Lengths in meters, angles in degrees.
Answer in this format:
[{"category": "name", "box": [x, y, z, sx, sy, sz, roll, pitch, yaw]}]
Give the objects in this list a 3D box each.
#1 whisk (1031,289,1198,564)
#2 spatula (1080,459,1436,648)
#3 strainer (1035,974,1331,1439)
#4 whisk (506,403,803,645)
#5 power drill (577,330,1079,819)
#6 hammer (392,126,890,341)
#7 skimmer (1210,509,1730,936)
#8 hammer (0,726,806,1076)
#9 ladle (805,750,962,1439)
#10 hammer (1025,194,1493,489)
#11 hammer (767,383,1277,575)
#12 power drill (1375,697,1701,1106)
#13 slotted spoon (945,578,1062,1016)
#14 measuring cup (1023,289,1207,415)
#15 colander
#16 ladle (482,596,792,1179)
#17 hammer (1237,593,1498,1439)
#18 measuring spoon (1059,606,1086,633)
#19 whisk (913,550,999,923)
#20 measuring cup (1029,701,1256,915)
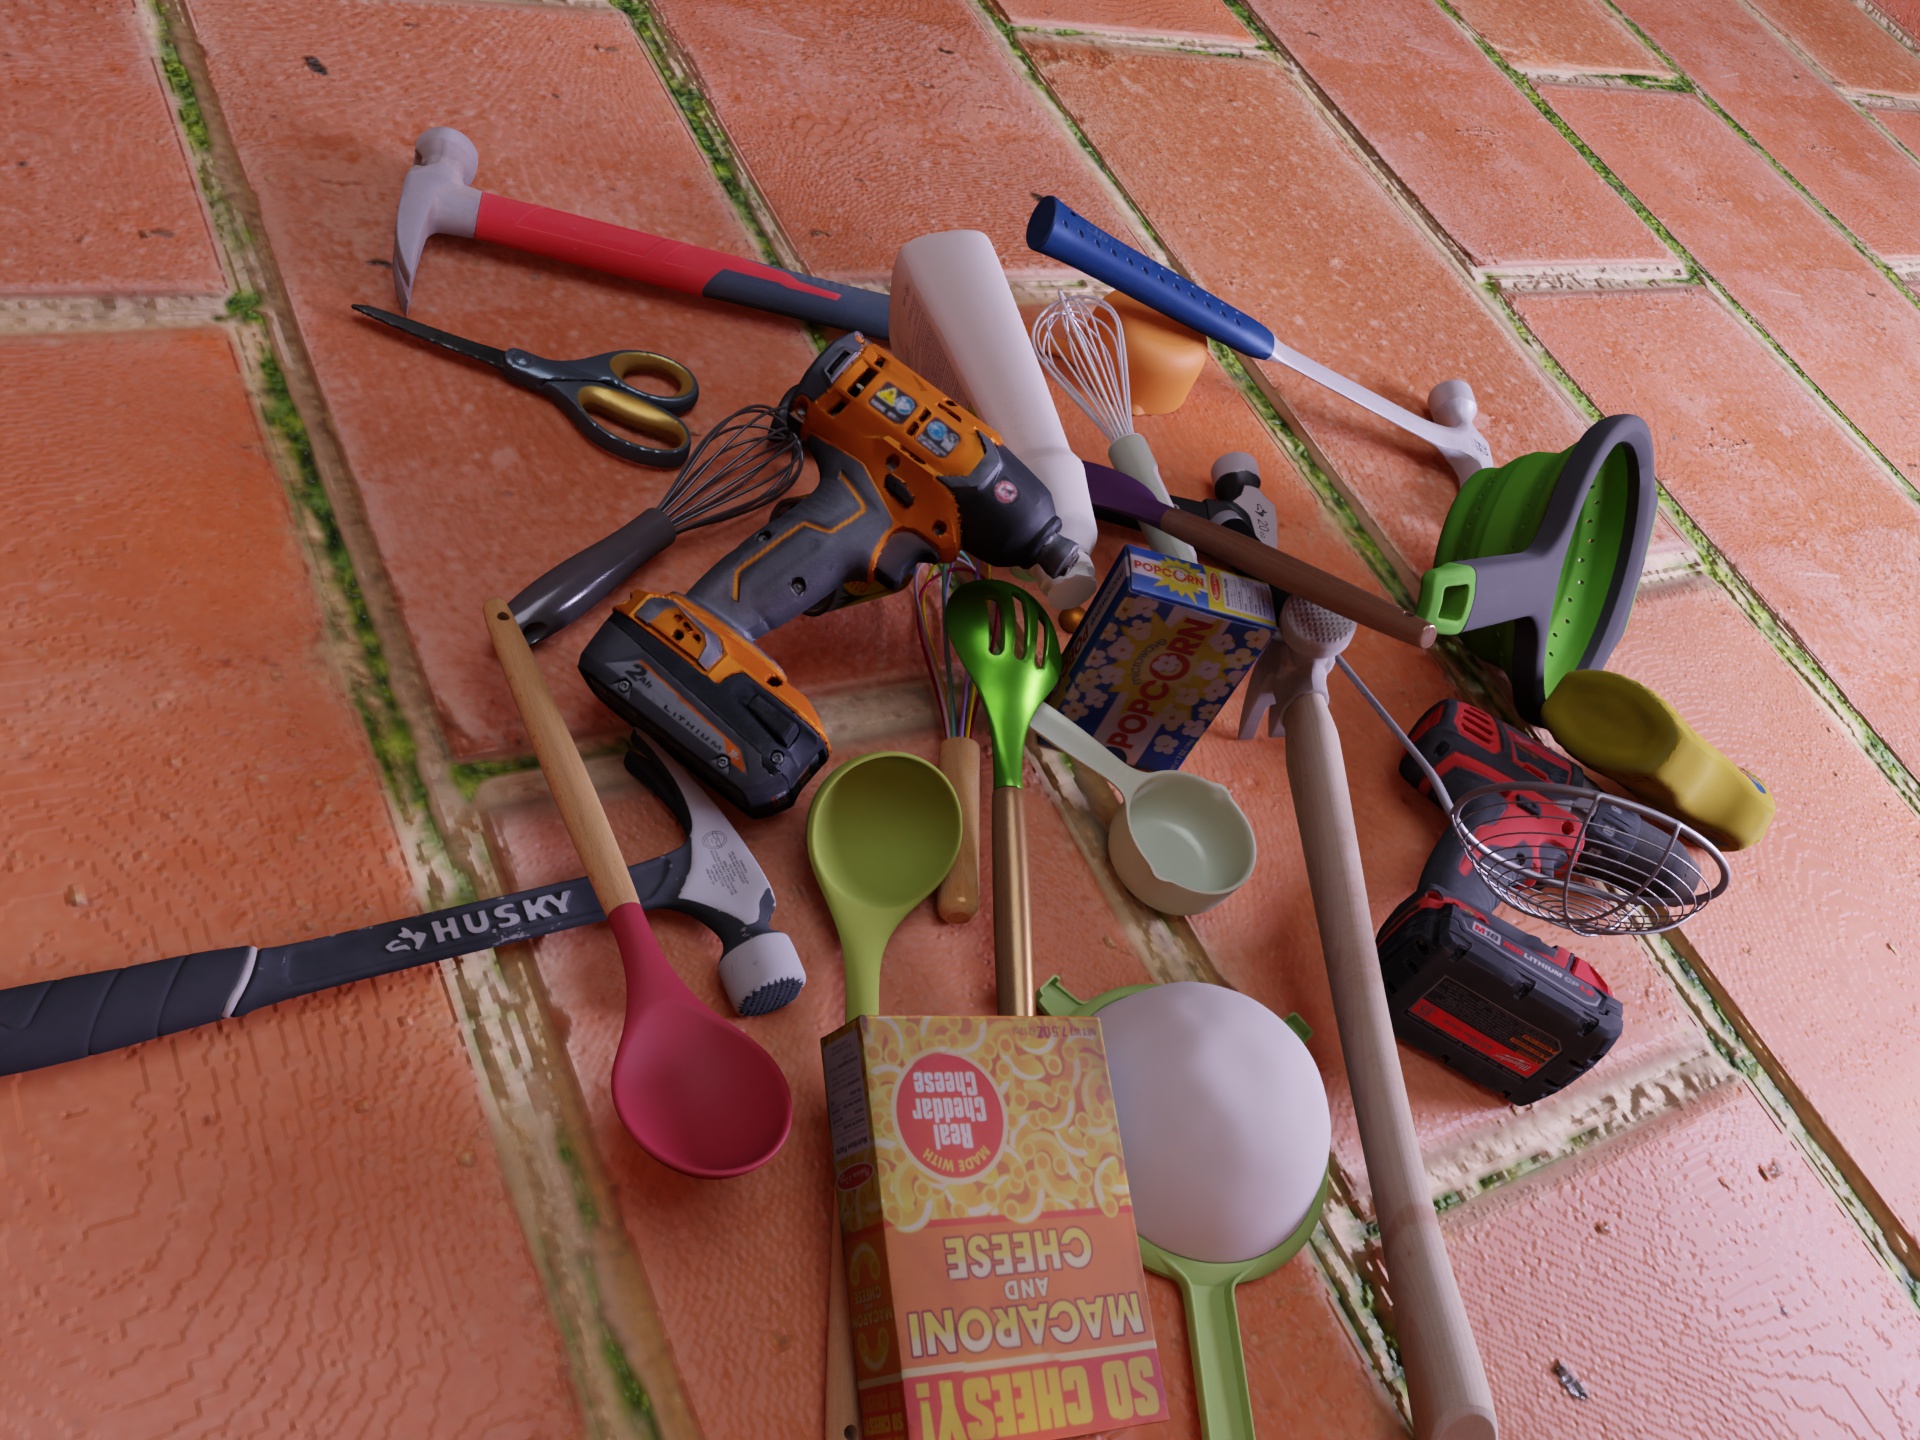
[{"category": "whisk", "box": [0.101, -0.176, 0.989, 0.059, 0.057, 0.247, -21, 61, 3]}, {"category": "spatula", "box": [0.133, -0.101, 0.863, 0.059, 0.018, 0.316, -14, 31, -31]}, {"category": "strainer", "box": [0.118, 0.217, 0.703, 0.151, 0.069, 0.257, 12, 48, -16]}, {"category": "whisk", "box": [-0.162, -0.106, 0.856, 0.055, 0.055, 0.239, 38, 51, 8]}, {"category": "power drill", "box": [-0.058, -0.064, 0.782, 0.164, 0.084, 0.226, 37, 76, 7]}, {"category": "hammer", "box": [-0.151, -0.269, 0.998, 0.386, 0.038, 0.143, 10, 51, -17]}, {"category": "skimmer", "box": [0.254, -0.021, 0.861, 0.127, 0.090, 0.364, 45, 11, -48]}, {"category": "hammer", "box": [-0.272, 0.096, 0.647, 0.408, 0.036, 0.149, -11, 57, -31]}, {"category": "ladle", "box": [-0.039, 0.154, 0.694, 0.078, 0.062, 0.320, 18, 50, -22]}, {"category": "hammer", "box": [0.223, -0.253, 1.106, 0.405, 0.035, 0.144, 20, 48, -26]}, {"category": "hammer", "box": [0.045, -0.146, 0.990, 0.334, 0.035, 0.146, 12, 49, -15]}, {"category": "power drill", "box": [0.326, 0.102, 0.893, 0.188, 0.080, 0.227, 30, 44, 0]}, {"category": "slotted spoon", "box": [0.026, 0.059, 0.787, 0.070, 0.031, 0.314, 13, 60, -26]}, {"category": "measuring cup", "box": [0.090, -0.273, 1.102, 0.173, 0.052, 0.095, 15, 48, -16]}, {"category": "colander", "box": [0.322, -0.093, 0.971, 0.094, 0.204, 0.397, 19, 18, 33]}, {"category": "ladle", "box": [-0.155, 0.061, 0.686, 0.069, 0.031, 0.316, -9, 54, -33]}, {"category": "hammer", "box": [0.197, 0.144, 0.791, 0.038, 0.146, 0.411, -3, 63, -4]}, {"category": "measuring spoon", "box": [0.115, -0.049, 0.958, 0.117, 0.011, 0.021, 16, 48, -12]}, {"category": "whisk", "box": [-0.003, -0.002, 0.852, 0.047, 0.051, 0.245, -9, 54, 12]}, {"category": "measuring cup", "box": [0.080, 0.040, 0.851, 0.167, 0.038, 0.083, 37, 48, 8]}]
